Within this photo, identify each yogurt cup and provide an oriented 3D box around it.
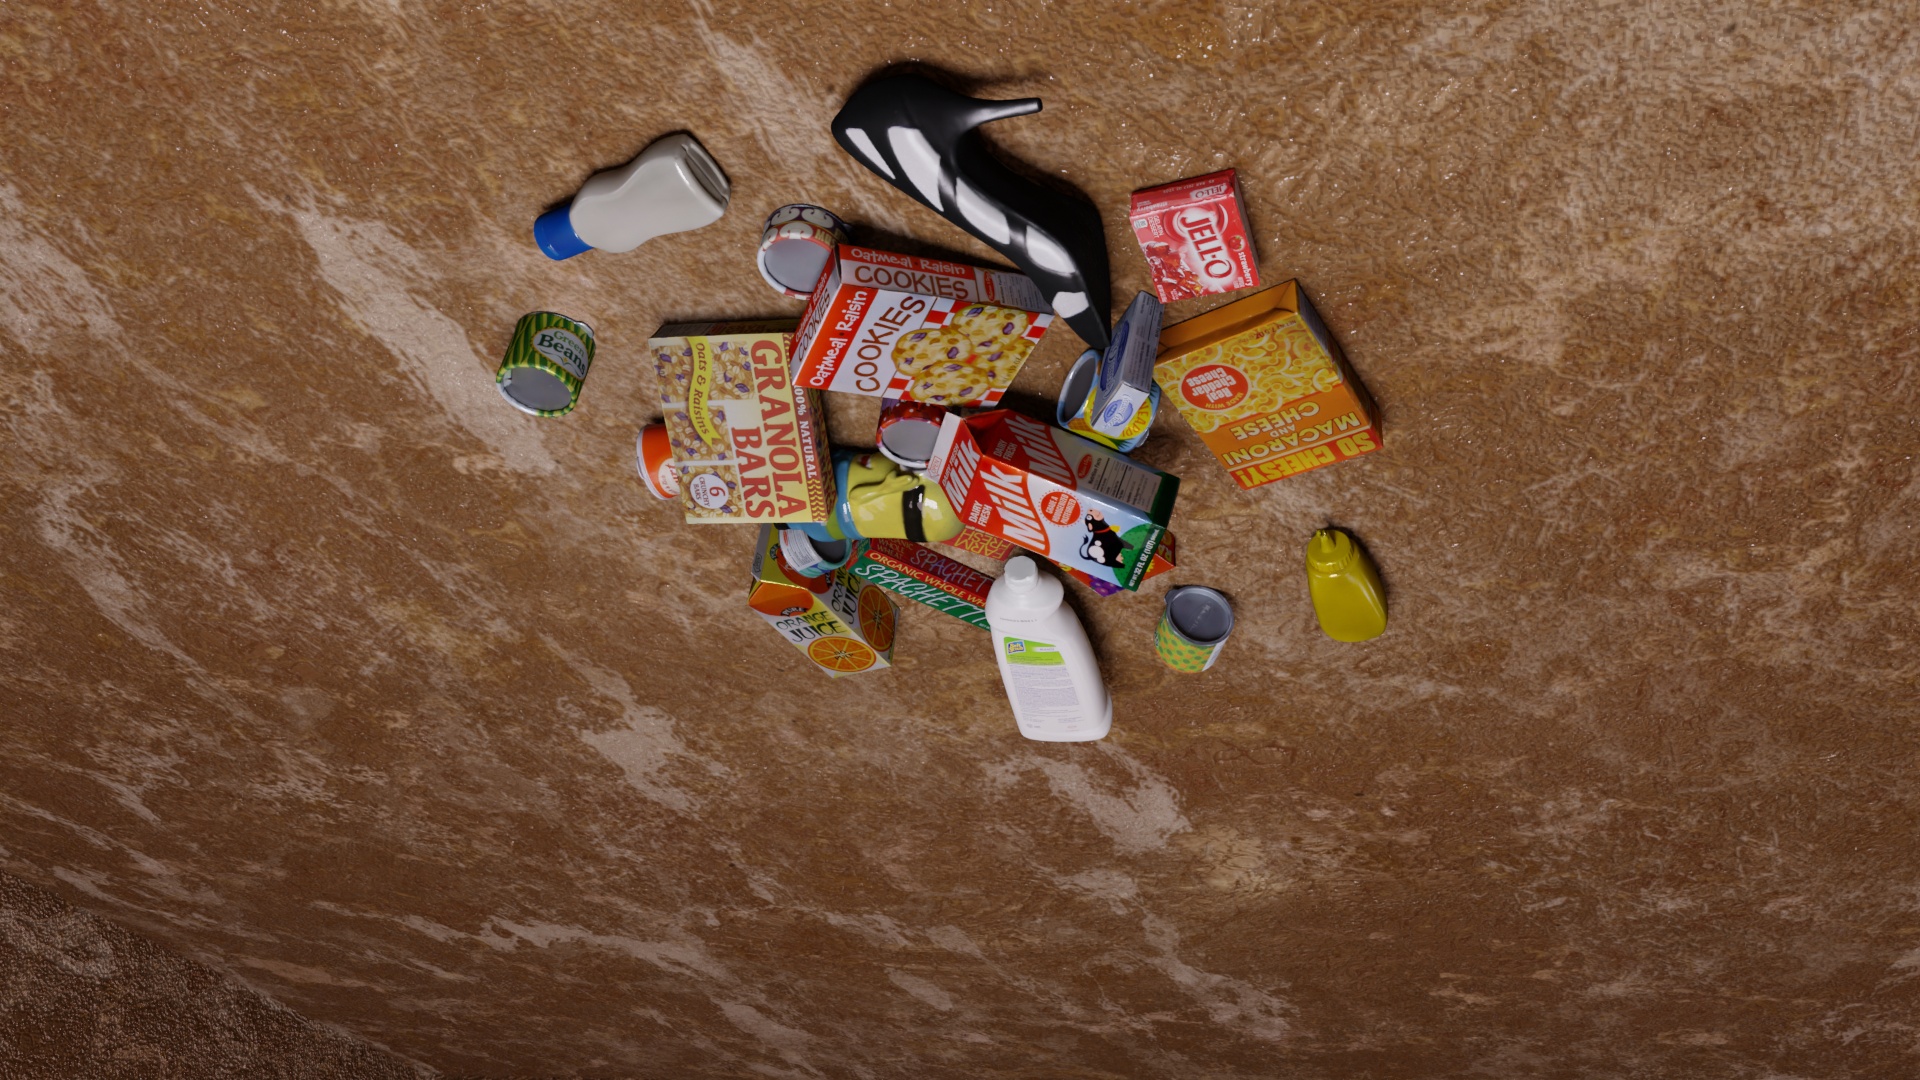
[{"bbox_3d":[-0.241,-0.074,1.204,0.054,0.073,0.072,-13,140,14],"label":"yogurt cup"}]

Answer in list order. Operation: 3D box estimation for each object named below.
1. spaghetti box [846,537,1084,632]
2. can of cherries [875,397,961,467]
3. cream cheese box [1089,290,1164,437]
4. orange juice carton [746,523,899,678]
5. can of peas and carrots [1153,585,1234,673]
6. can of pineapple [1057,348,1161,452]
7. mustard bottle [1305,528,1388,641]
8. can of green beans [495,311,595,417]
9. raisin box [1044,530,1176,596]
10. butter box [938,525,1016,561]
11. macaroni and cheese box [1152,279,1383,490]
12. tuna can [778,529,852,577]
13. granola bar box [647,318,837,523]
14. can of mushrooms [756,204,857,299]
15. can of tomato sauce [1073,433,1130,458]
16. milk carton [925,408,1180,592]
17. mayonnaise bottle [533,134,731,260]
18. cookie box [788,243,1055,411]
[{"bbox_3d":[0.006,0.053,1.364,0.250,0.029,0.050,24,140,-22],"label":"spaghetti box"},{"bbox_3d":[-0.032,-0.102,1.129,0.071,0.059,0.071,5,145,4],"label":"can of cherries"},{"bbox_3d":[0.123,-0.131,1.023,0.024,0.104,0.053,23,141,-9],"label":"cream cheese box"},{"bbox_3d":[-0.142,0.054,1.355,0.073,0.072,0.192,-15,139,26],"label":"orange juice carton"},{"bbox_3d":[0.222,0.085,1.340,0.071,0.071,0.058,9,145,-2],"label":"can of peas and carrots"},{"bbox_3d":[0.116,-0.109,1.085,0.058,0.071,0.070,20,142,-17],"label":"can of pineapple"},{"bbox_3d":[0.345,0.033,1.259,0.065,0.049,0.159,-10,140,22],"label":"mustard bottle"},{"bbox_3d":[-0.337,-0.142,1.129,0.071,0.058,0.071,5,144,3],"label":"can of green beans"},{"bbox_3d":[0.124,-0.003,1.257,0.123,0.040,0.086,33,136,-32],"label":"raisin box"},{"bbox_3d":[0.005,-0.016,1.272,0.103,0.024,0.052,17,143,-13],"label":"butter box"},{"bbox_3d":[0.238,-0.116,1.078,0.123,0.040,0.166,-18,137,31],"label":"macaroni and cheese box"},{"bbox_3d":[-0.132,-0.002,1.283,0.032,0.071,0.071,-23,135,34],"label":"tuna can"},{"bbox_3d":[-0.174,-0.095,1.126,0.124,0.039,0.164,-1,119,10],"label":"granola bar box"},{"bbox_3d":[-0.112,-0.210,1.016,0.071,0.034,0.070,5,144,4],"label":"can of mushrooms"},{"bbox_3d":[0.094,-0.056,1.168,0.083,0.071,0.071,-15,139,28],"label":"can of tomato sauce"},{"bbox_3d":[0.068,-0.040,1.094,0.191,0.074,0.072,23,130,3],"label":"milk carton"},{"bbox_3d":[-0.240,-0.239,0.994,0.148,0.041,0.064,-13,138,27],"label":"mayonnaise bottle"},{"bbox_3d":[-0.032,-0.156,1.040,0.168,0.040,0.122,5,148,-23],"label":"cookie box"}]
